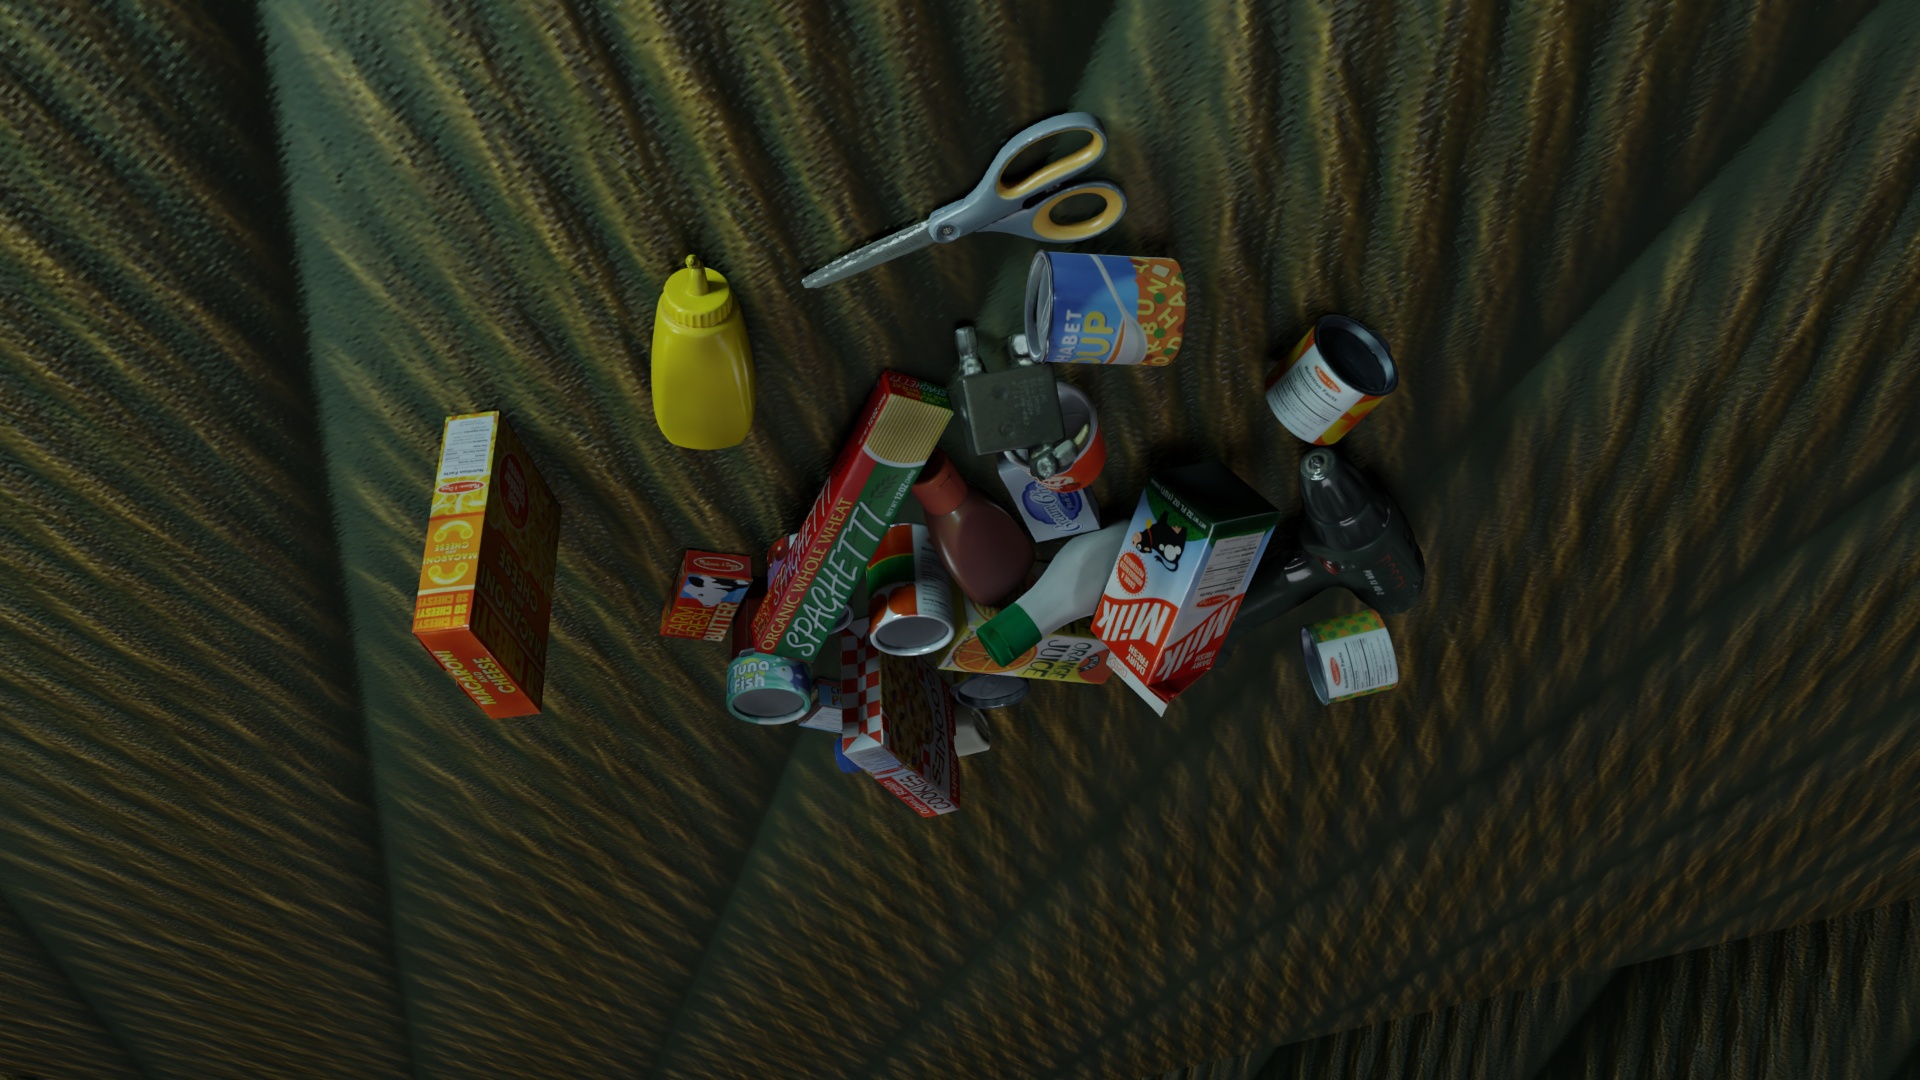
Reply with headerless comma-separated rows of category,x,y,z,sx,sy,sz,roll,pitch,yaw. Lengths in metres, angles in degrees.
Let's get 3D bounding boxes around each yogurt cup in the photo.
yogurt cup,0.067,-0.067,0.949,0.072,0.072,0.054,-16,154,15

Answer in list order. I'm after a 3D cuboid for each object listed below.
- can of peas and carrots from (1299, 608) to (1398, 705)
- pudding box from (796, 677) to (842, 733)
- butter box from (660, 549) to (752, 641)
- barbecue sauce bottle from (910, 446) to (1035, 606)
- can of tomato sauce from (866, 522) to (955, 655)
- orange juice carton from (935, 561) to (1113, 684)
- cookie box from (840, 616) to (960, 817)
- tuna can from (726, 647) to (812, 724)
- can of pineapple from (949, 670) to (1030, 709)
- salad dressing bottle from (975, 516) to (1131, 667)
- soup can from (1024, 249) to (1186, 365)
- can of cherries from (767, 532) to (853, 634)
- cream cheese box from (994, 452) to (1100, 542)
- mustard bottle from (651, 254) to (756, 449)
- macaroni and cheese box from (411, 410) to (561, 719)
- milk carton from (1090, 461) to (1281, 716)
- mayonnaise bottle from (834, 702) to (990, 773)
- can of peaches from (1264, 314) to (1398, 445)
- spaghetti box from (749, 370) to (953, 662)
can of peas and carrots,0.309,0.092,1.108,0.059,0.071,0.070,-14,147,2
pudding box,-0.106,0.158,1.301,0.084,0.030,0.049,14,141,-28
butter box,-0.206,0.046,1.118,0.053,0.024,0.103,8,145,-21
barbecue sauce bottle,0.004,-0.013,1.032,0.065,0.044,0.148,-48,138,-10
can of tomato sauce,-0.041,0.039,1.078,0.071,0.083,0.070,-4,147,-3
orange juice carton,0.078,0.067,1.149,0.193,0.073,0.071,7,144,-20
cookie box,-0.051,0.157,1.222,0.040,0.123,0.167,-16,146,17
tuna can,-0.149,0.113,1.078,0.071,0.033,0.070,-3,146,-2
can of pineapple,0.024,0.107,1.216,0.071,0.058,0.070,-4,147,-3
salad dressing bottle,0.080,0.041,1.071,0.148,0.044,0.064,-36,125,-11
soup can,0.086,-0.137,0.836,0.084,0.071,0.071,1,147,-10
can of cherries,-0.119,0.036,1.084,0.071,0.058,0.071,-5,147,-3
cream cheese box,0.066,-0.038,1.030,0.053,0.024,0.103,-13,146,14
mustard bottle,-0.157,-0.119,0.847,0.065,0.049,0.159,0,146,-9
macaroni and cheese box,-0.311,0.017,0.925,0.040,0.167,0.123,-7,147,3
milk carton,0.160,0.041,1.045,0.074,0.072,0.189,-10,130,-36
mayonnaise bottle,-0.049,0.196,1.360,0.148,0.041,0.064,-14,145,14
can of peaches,0.245,-0.106,0.915,0.071,0.071,0.057,11,143,-23
spaghetti box,-0.081,-0.009,0.983,0.050,0.029,0.248,14,125,-26
